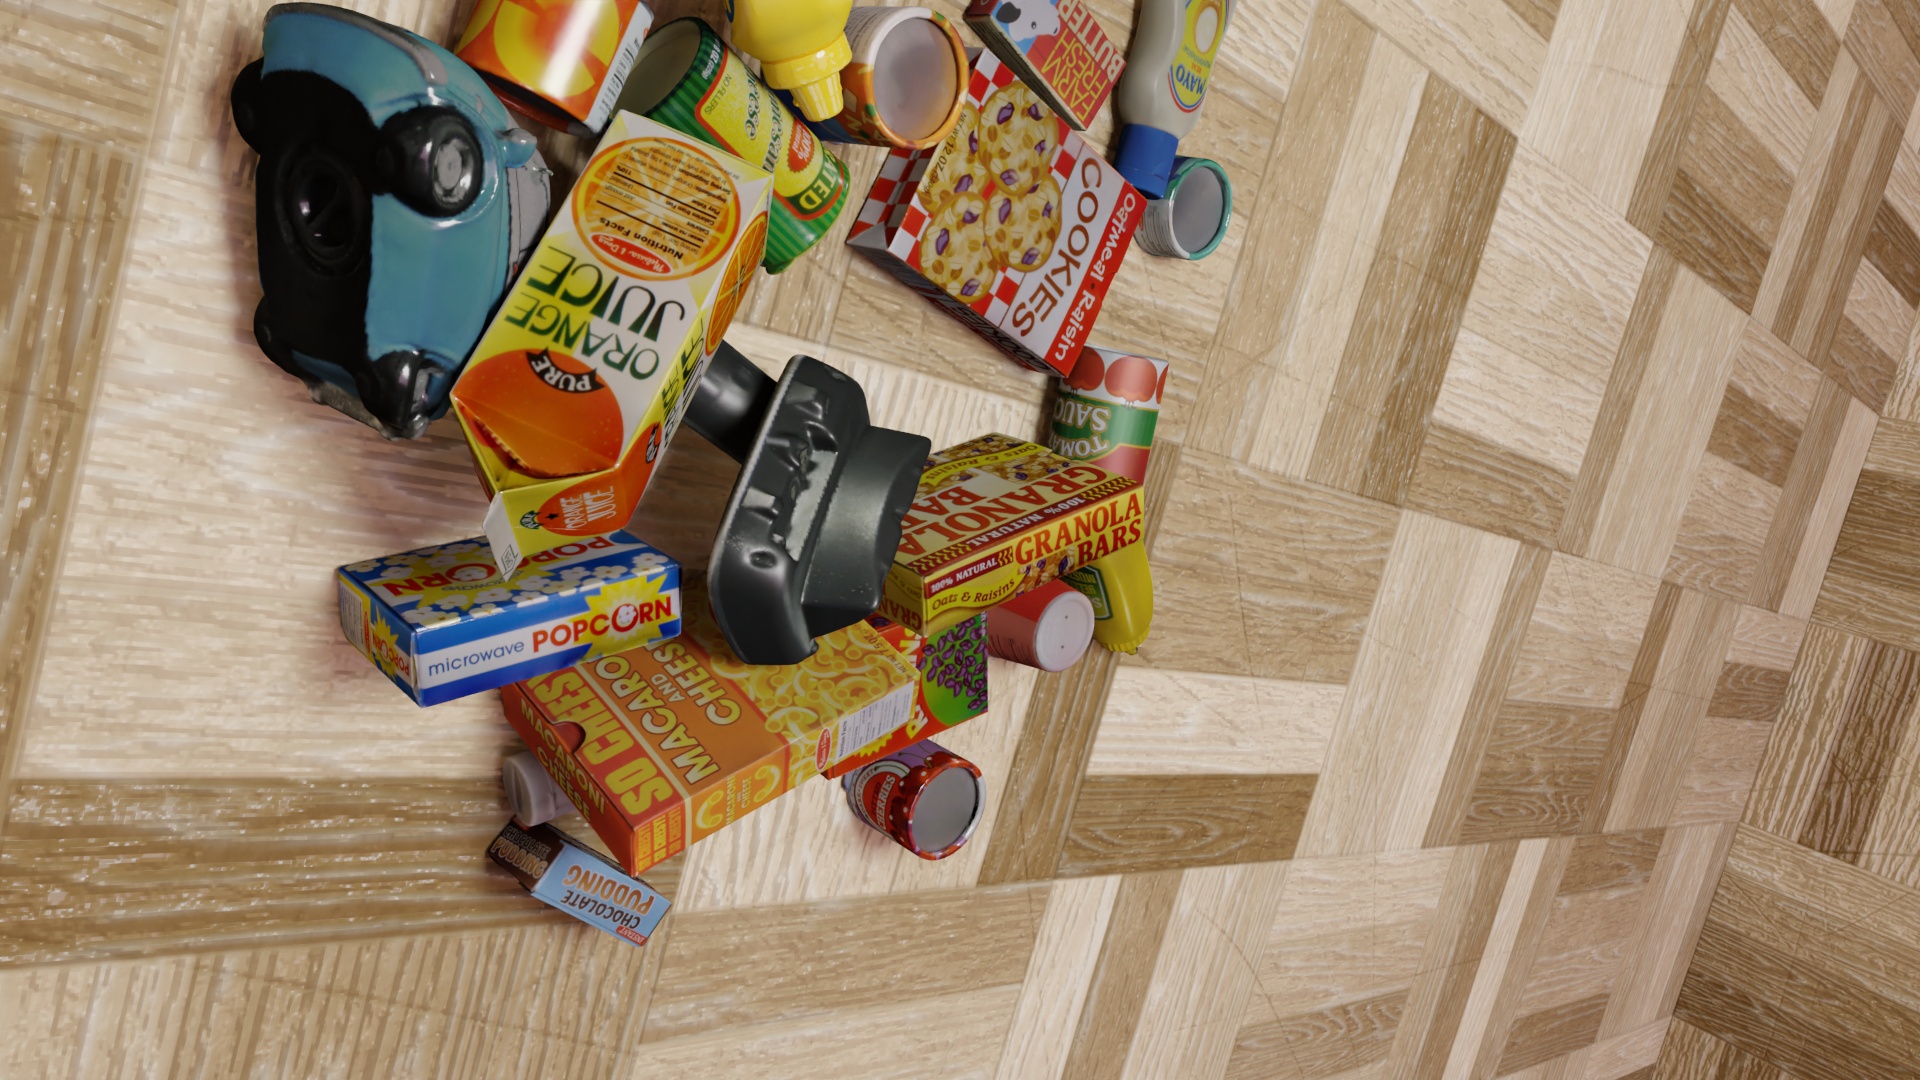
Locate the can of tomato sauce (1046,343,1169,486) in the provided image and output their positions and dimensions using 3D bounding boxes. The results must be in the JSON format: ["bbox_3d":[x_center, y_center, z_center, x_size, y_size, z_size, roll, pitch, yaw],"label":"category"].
[{"bbox_3d":[0.090,-0.079,0.879,0.071,0.071,0.083,2,103,-44],"label":"can of tomato sauce"}]

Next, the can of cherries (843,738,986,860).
[{"bbox_3d":[-0.028,0.157,0.859,0.072,0.058,0.071,-18,117,-39],"label":"can of cherries"}]

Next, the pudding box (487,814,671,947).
[{"bbox_3d":[-0.195,0.175,0.714,0.030,0.050,0.083,-56,134,-14],"label":"pudding box"}]

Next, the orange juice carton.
[{"bbox_3d":[-0.151,-0.077,0.584,0.073,0.071,0.193,23,68,-3],"label":"orange juice carton"}]

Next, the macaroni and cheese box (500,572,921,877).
[{"bbox_3d":[-0.123,0.075,0.692,0.167,0.124,0.040,-26,141,-35],"label":"macaroni and cheese box"}]

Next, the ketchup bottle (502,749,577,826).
[{"bbox_3d":[-0.161,0.106,0.726,0.149,0.043,0.064,-17,121,-38],"label":"ketchup bottle"}]

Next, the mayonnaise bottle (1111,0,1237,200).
[{"bbox_3d":[0.129,-0.287,0.856,0.065,0.041,0.148,10,98,-47],"label":"mayonnaise bottle"}]

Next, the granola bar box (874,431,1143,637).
[{"bbox_3d":[0.003,-0.010,0.781,0.166,0.124,0.039,-22,122,-36],"label":"granola bar box"}]

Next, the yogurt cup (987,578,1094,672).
[{"bbox_3d":[0.049,0.051,0.897,0.072,0.054,0.072,-16,115,-38],"label":"yogurt cup"}]

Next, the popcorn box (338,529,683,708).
[{"bbox_3d":[-0.202,0.028,0.628,0.127,0.085,0.038,-15,117,-40],"label":"popcorn box"}]

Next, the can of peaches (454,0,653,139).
[{"bbox_3d":[-0.173,-0.210,0.583,0.071,0.071,0.058,23,89,-45],"label":"can of peaches"}]

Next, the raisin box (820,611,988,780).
[{"bbox_3d":[-0.040,0.080,0.834,0.124,0.040,0.085,-18,118,-38],"label":"raisin box"}]

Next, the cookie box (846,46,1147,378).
[{"bbox_3d":[0.028,-0.183,0.800,0.167,0.040,0.123,28,85,-45],"label":"cookie box"}]

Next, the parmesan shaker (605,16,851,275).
[{"bbox_3d":[-0.109,-0.183,0.650,0.103,0.071,0.071,39,78,-44],"label":"parmesan shaker"}]

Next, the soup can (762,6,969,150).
[{"bbox_3d":[-0.045,-0.226,0.684,0.071,0.084,0.071,-18,117,-39],"label":"soup can"}]

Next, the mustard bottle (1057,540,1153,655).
[{"bbox_3d":[0.098,0.030,0.931,0.049,0.065,0.159,-49,136,-24],"label":"mustard bottle"}]

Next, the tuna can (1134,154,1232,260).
[{"bbox_3d":[0.146,-0.218,0.905,0.071,0.033,0.070,-17,117,-38],"label":"tuna can"}]

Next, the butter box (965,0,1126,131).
[{"bbox_3d":[0.050,-0.286,0.795,0.103,0.024,0.053,36,80,-44],"label":"butter box"}]
